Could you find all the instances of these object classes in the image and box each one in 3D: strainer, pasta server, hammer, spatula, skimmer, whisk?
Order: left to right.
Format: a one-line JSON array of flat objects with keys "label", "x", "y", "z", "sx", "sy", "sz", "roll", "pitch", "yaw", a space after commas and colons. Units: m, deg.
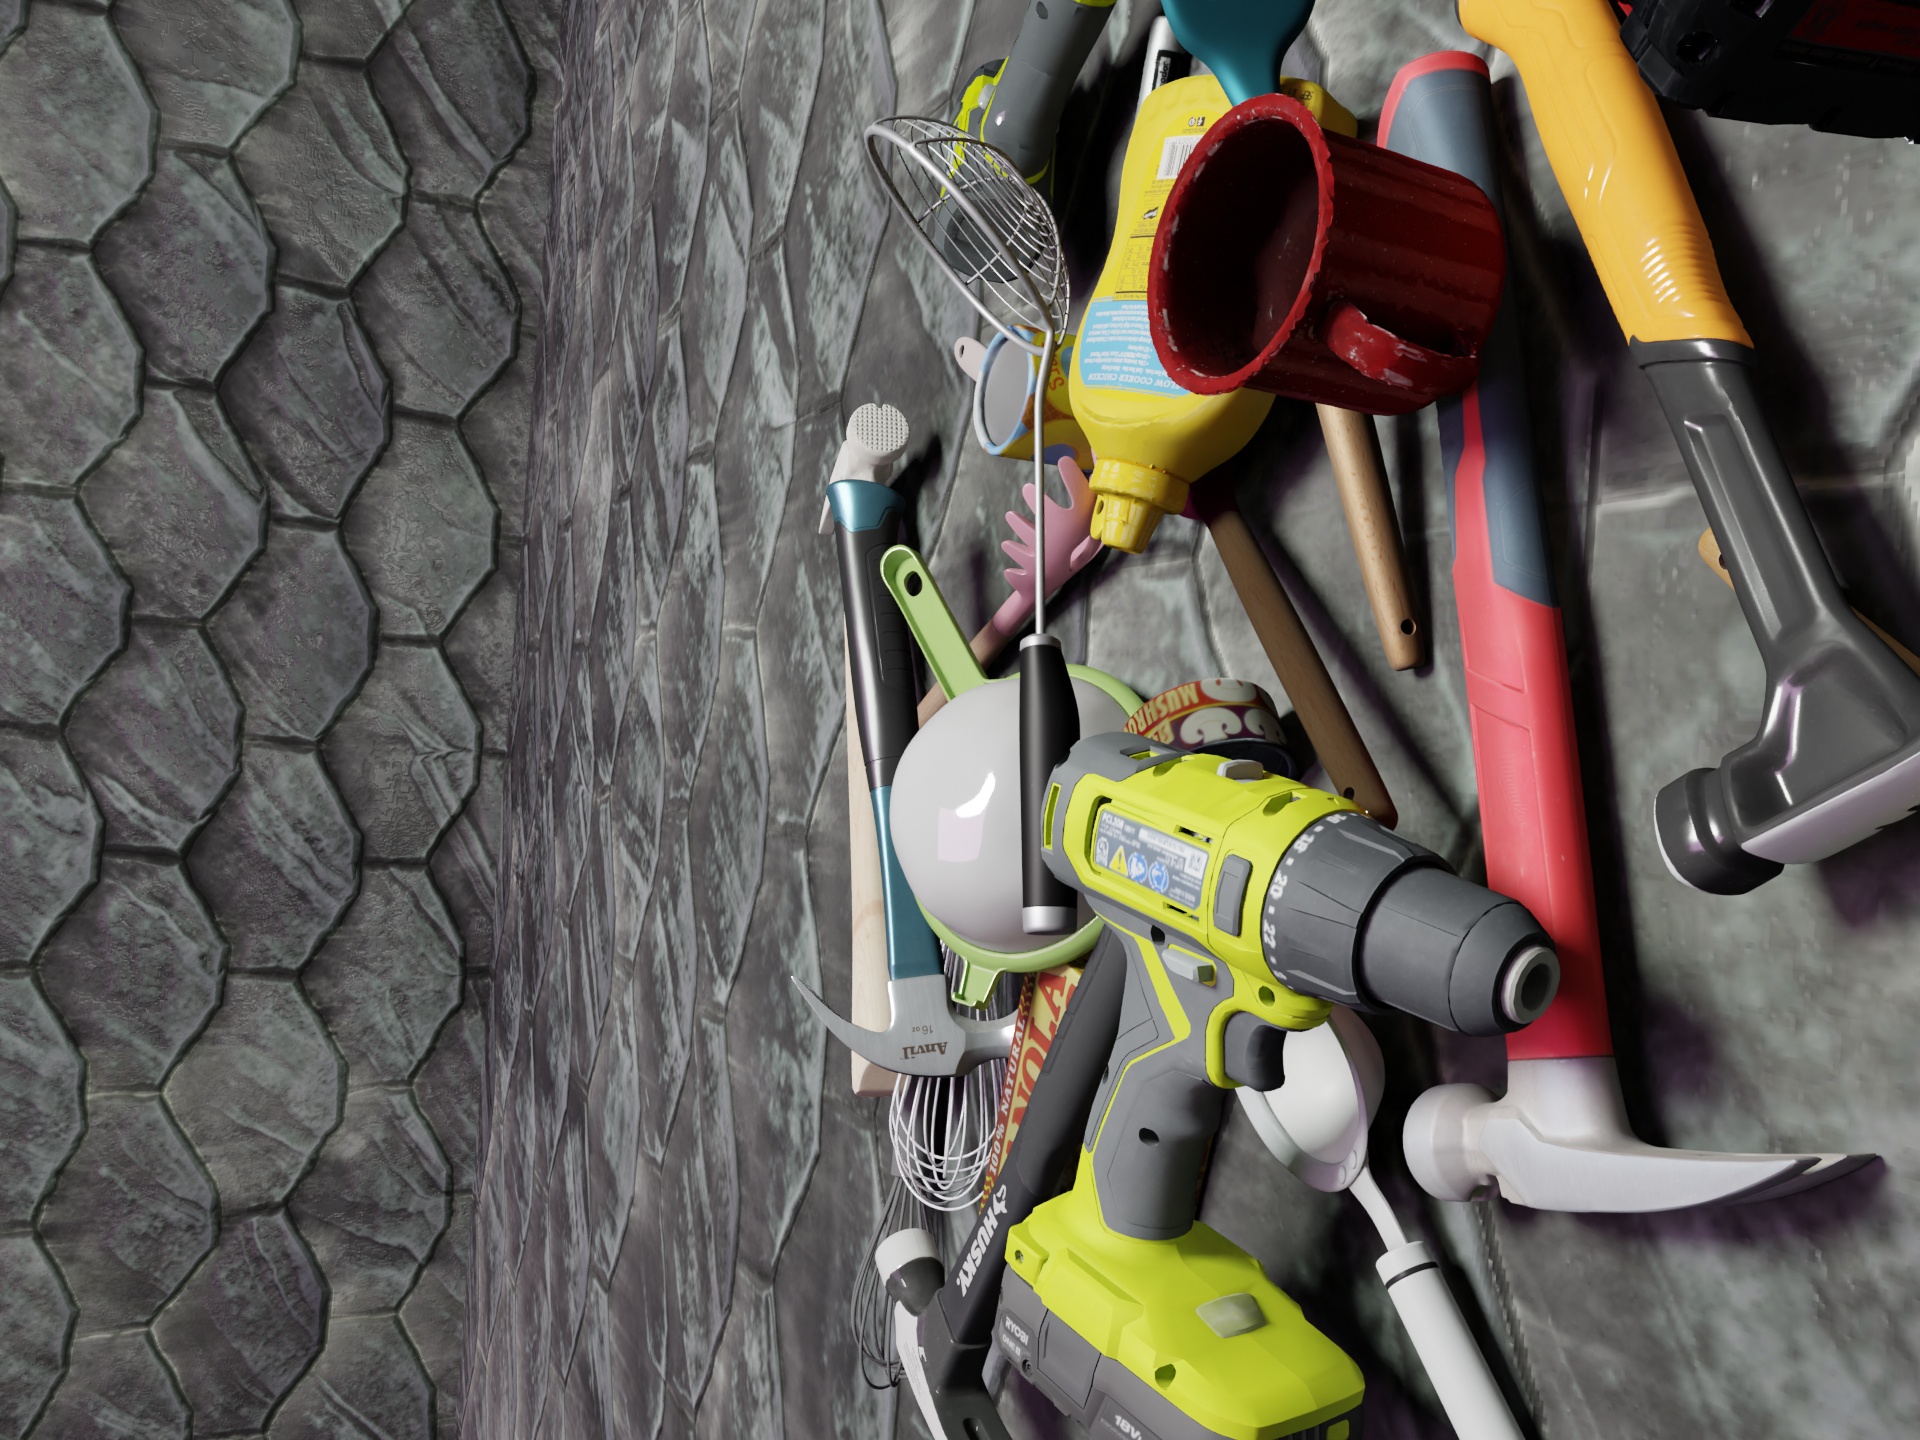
[{"label": "hammer", "x": -0.057, "y": 0.020, "z": 0.968, "sx": 0.146, "sy": 0.038, "sz": 0.411, "roll": 123, "pitch": 147, "yaw": -64}, {"label": "hammer", "x": -0.034, "y": 0.023, "z": 0.846, "sx": 0.033, "sy": 0.128, "sz": 0.331, "roll": 71, "pitch": -169, "yaw": -72}, {"label": "whisk", "x": -0.031, "y": 0.259, "z": 0.913, "sx": 0.055, "sy": 0.055, "sz": 0.239, "roll": 164, "pitch": 112, "yaw": -64}, {"label": "strainer", "x": -0.001, "y": -0.002, "z": 0.764, "sx": 0.151, "sy": 0.069, "sz": 0.257, "roll": -41, "pitch": 53, "yaw": 19}, {"label": "whisk", "x": 0.003, "y": 0.117, "z": 0.857, "sx": 0.070, "sy": 0.070, "sz": 0.285, "roll": 163, "pitch": 115, "yaw": -64}, {"label": "skimmer", "x": 0.005, "y": -0.089, "z": 0.691, "sx": 0.127, "sy": 0.090, "sz": 0.363, "roll": 53, "pitch": -145, "yaw": -75}, {"label": "pasta server", "x": 0.010, "y": -0.047, "z": 0.883, "sx": 0.040, "sy": 0.060, "sz": 0.316, "roll": 55, "pitch": 148, "yaw": 9}, {"label": "hammer", "x": 0.038, "y": 0.188, "z": 0.692, "sx": 0.146, "sy": 0.035, "sz": 0.334, "roll": -119, "pitch": 41, "yaw": -50}, {"label": "spatula", "x": 0.129, "y": -0.174, "z": 0.583, "sx": 0.044, "sy": 0.082, "sz": 0.317, "roll": 138, "pitch": 119, "yaw": -78}, {"label": "strainer", "x": 0.150, "y": 0.178, "z": 0.543, "sx": 0.086, "sy": 0.050, "sz": 0.259, "roll": 104, "pitch": 151, "yaw": -50}, {"label": "hammer", "x": 0.185, "y": -0.046, "z": 0.506, "sx": 0.143, "sy": 0.038, "sz": 0.386, "roll": -27, "pitch": 62, "yaw": 60}, {"label": "hammer", "x": 0.206, "y": -0.127, "z": 0.451, "sx": 0.127, "sy": 0.034, "sz": 0.337, "roll": 129, "pitch": 143, "yaw": -50}]

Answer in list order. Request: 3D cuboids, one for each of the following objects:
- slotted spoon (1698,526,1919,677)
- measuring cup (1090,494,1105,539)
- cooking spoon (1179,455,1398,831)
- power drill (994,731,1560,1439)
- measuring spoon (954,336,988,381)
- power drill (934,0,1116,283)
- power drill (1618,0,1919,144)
[{"label": "slotted spoon", "x": 0.261, "y": 0.041, "z": 0.342, "sx": 0.314, "sy": 0.031, "sz": 0.070, "roll": -114, "pitch": 37, "yaw": -49}, {"label": "measuring cup", "x": 0.075, "y": -0.163, "z": 0.742, "sx": 0.062, "sy": 0.029, "sz": 0.156, "roll": 15, "pitch": 89, "yaw": 69}, {"label": "cooking spoon", "x": 0.115, "y": -0.066, "z": 0.644, "sx": 0.319, "sy": 0.017, "sz": 0.068, "roll": -103, "pitch": 30, "yaw": -50}, {"label": "power drill", "x": 0.093, "y": 0.130, "z": 0.527, "sx": 0.191, "sy": 0.080, "sz": 0.228, "roll": 21, "pitch": 107, "yaw": 52}, {"label": "measuring spoon", "x": 0.013, "y": -0.202, "z": 0.924, "sx": 0.124, "sy": 0.018, "sz": 0.034, "roll": -125, "pitch": 45, "yaw": -55}, {"label": "power drill", "x": 0.048, "y": -0.355, "z": 0.794, "sx": 0.223, "sy": 0.080, "sz": 0.171, "roll": 119, "pitch": 162, "yaw": -47}, {"label": "power drill", "x": 0.196, "y": -0.254, "z": 0.411, "sx": 0.078, "sy": 0.143, "sz": 0.220, "roll": 121, "pitch": 138, "yaw": -51}]
